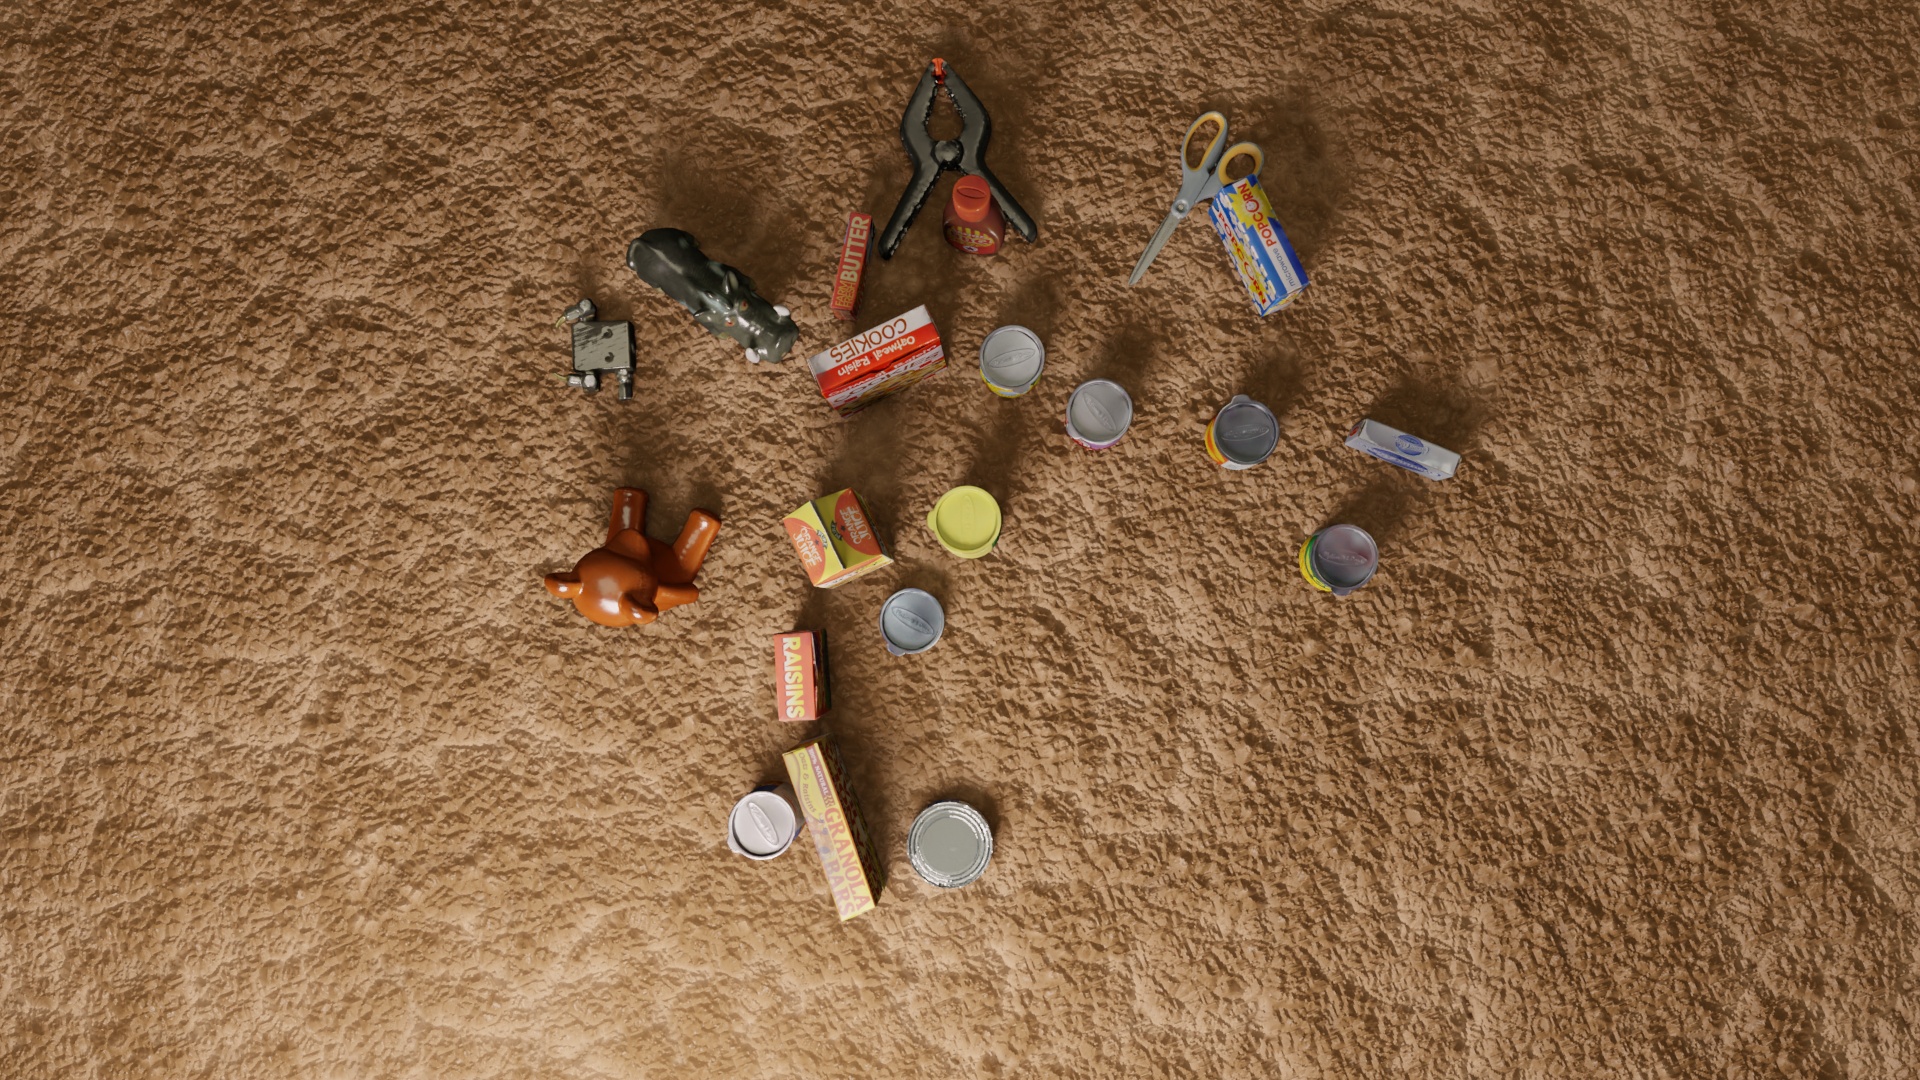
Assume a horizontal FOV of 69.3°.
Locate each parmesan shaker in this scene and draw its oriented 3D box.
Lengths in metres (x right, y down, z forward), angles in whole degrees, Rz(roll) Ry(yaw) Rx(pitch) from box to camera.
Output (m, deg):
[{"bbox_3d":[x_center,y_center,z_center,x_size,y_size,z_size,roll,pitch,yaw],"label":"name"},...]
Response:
[{"bbox_3d":[0.005,-0.017,1.382,0.071,0.103,0.071,0,87,2],"label":"parmesan shaker"}]

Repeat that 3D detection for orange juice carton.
[{"bbox_3d":[-0.117,0.000,1.339,0.073,0.192,0.072,-25,87,0],"label":"orange juice carton"}]

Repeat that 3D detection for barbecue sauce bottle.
[{"bbox_3d":[0.013,-0.324,1.379,0.065,0.148,0.043,13,87,2],"label":"barbecue sauce bottle"}]

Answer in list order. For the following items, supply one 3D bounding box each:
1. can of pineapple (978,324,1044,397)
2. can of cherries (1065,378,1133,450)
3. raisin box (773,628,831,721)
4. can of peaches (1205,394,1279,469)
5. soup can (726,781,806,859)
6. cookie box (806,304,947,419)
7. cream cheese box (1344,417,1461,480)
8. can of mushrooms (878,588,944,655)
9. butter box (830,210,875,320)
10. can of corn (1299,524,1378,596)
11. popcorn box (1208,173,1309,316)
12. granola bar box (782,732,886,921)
[{"bbox_3d":[0.052,-0.180,1.414,0.071,0.058,0.071,0,87,2],"label":"can of pineapple"},{"bbox_3d":[0.137,-0.126,1.408,0.071,0.058,0.071,0,87,2],"label":"can of cherries"},{"bbox_3d":[-0.154,0.131,1.366,0.040,0.123,0.086,-3,87,1],"label":"raisin box"},{"bbox_3d":[0.284,-0.108,1.404,0.071,0.058,0.071,0,87,2],"label":"can of peaches"},{"bbox_3d":[-0.192,0.278,1.378,0.071,0.083,0.071,0,87,2],"label":"soup can"},{"bbox_3d":[-0.077,-0.172,1.362,0.123,0.167,0.040,-26,87,0],"label":"cookie box"},{"bbox_3d":[0.445,-0.092,1.401,0.104,0.053,0.024,22,88,3],"label":"cream cheese box"},{"bbox_3d":[-0.050,0.084,1.412,0.071,0.033,0.071,0,86,1],"label":"can of mushrooms"},{"bbox_3d":[-0.110,-0.281,1.427,0.024,0.053,0.103,11,87,2],"label":"butter box"},{"bbox_3d":[0.378,0.021,1.393,0.071,0.058,0.071,0,87,2],"label":"can of corn"},{"bbox_3d":[0.300,-0.296,1.402,0.038,0.085,0.126,-26,86,0],"label":"popcorn box"},{"bbox_3d":[-0.120,0.274,1.356,0.039,0.124,0.165,-20,86,0],"label":"granola bar box"}]
